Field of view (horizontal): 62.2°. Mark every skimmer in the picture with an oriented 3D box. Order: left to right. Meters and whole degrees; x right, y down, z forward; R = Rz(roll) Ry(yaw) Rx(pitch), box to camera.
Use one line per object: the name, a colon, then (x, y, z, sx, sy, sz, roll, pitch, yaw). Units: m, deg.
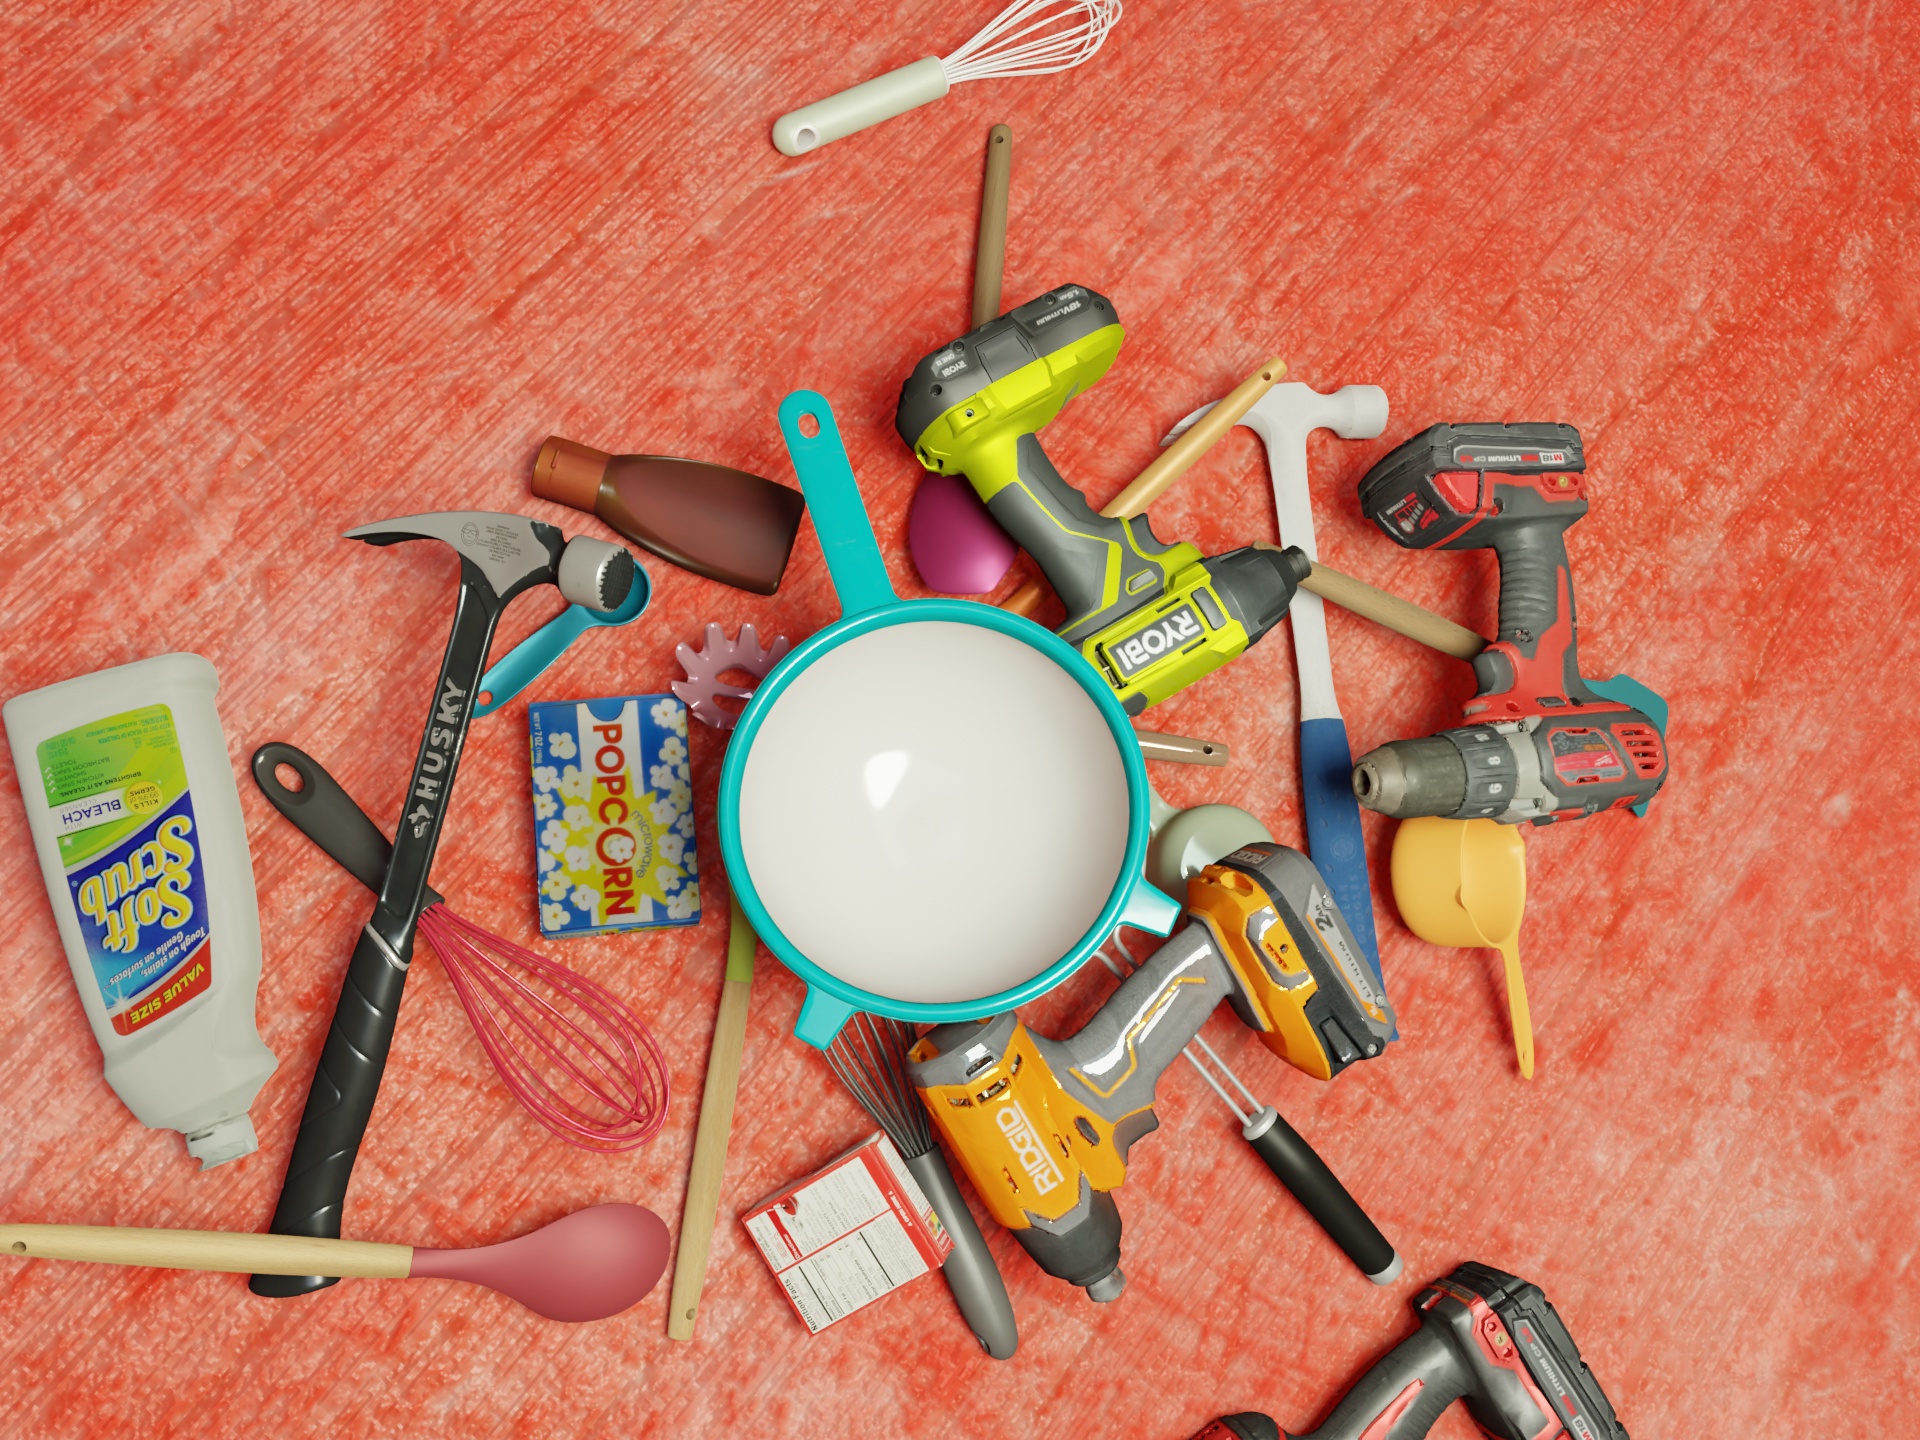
skimmer: (0.124, 0.177, 0.909, 0.127, 0.090, 0.363, -41, 99, -5)

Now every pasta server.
pasta server: (-0.001, -0.003, 0.888, 0.316, 0.040, 0.060, 8, 74, -7)

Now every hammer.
hammer: (-0.286, 0.091, 0.795, 0.149, 0.036, 0.409, 16, 90, 15)
hammer: (0.211, -0.010, 0.961, 0.144, 0.035, 0.406, -3, 79, -12)

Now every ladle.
ladle: (-0.293, 0.259, 0.770, 0.315, 0.031, 0.069, 11, 101, -22)
ladle: (-0.116, 0.168, 0.851, 0.078, 0.062, 0.320, 17, 77, -41)

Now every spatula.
spatula: (0.075, -0.104, 0.933, 0.322, 0.041, 0.081, -43, 89, -3)
spatula: (0.310, -0.037, 0.967, 0.317, 0.044, 0.082, 23, 74, -11)

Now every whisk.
whisk: (-0.265, 0.114, 0.834, 0.296, 0.073, 0.073, 42, 74, 6)
whisk: (-0.024, 0.236, 0.863, 0.055, 0.055, 0.239, -23, 89, -15)
whisk: (-0.007, -0.408, 0.997, 0.246, 0.057, 0.059, -27, 51, -12)

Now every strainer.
strainer: (-0.033, -0.007, 0.831, 0.211, 0.095, 0.341, -18, 74, -5)

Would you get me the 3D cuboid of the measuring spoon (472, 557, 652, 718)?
measuring spoon: (-0.227, -0.044, 0.895, 0.128, 0.021, 0.042, -41, 88, -7)

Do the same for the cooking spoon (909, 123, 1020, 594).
cooking spoon: (0.013, -0.224, 0.960, 0.069, 0.017, 0.319, 2, 72, 9)

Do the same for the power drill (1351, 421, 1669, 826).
power drill: (0.292, -0.050, 0.902, 0.188, 0.080, 0.227, -4, 76, -19)

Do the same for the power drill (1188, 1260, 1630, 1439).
power drill: (0.240, 0.407, 0.864, 0.219, 0.078, 0.143, -29, 85, -12)

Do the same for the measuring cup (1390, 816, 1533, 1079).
measuring cup: (0.300, 0.130, 0.940, 0.095, 0.052, 0.173, -24, 104, -47)

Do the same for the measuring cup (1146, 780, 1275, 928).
measuring cup: (0.120, 0.052, 0.928, 0.083, 0.038, 0.167, -41, 91, -16)

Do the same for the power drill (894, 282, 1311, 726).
power drill: (0.079, -0.120, 0.888, 0.171, 0.080, 0.223, -30, 84, -13)

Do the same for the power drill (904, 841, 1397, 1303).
power drill: (0.105, 0.181, 0.815, 0.226, 0.084, 0.164, -31, 98, -11)
